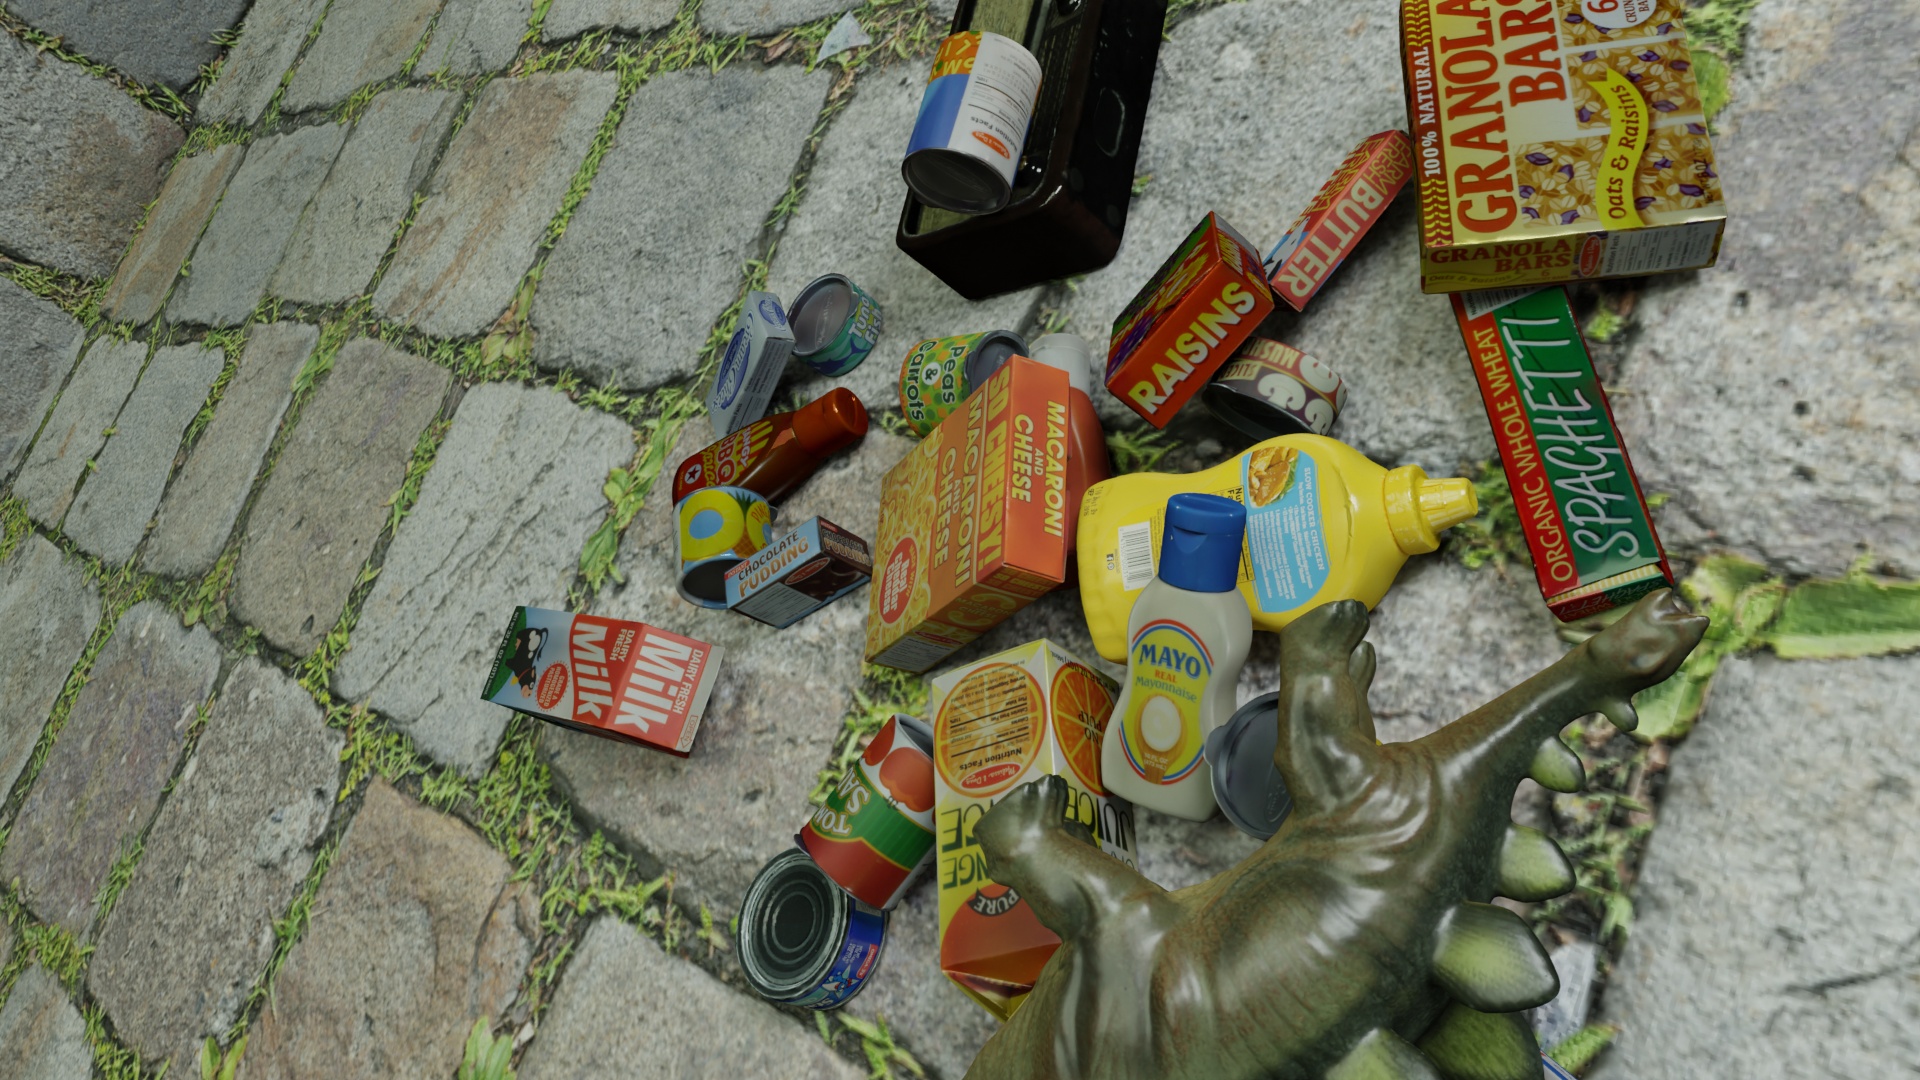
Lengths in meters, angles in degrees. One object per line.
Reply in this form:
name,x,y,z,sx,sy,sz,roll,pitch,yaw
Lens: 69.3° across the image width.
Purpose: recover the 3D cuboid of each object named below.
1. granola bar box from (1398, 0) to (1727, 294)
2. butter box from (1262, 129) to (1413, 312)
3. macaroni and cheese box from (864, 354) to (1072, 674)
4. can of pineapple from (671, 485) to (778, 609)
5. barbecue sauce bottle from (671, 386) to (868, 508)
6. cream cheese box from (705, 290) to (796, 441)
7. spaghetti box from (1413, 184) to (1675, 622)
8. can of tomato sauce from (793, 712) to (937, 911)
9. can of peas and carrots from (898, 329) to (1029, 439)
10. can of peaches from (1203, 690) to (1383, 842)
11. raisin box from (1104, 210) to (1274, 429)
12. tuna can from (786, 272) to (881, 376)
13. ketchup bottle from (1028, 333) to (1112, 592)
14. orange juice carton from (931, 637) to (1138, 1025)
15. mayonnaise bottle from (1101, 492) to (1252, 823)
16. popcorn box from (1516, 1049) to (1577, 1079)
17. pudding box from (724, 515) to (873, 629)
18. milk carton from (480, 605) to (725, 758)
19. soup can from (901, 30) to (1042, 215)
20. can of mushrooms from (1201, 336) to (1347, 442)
granola bar box,0.276,-0.196,0.654,0.124,0.039,0.166,-3,60,16
butter box,0.196,-0.167,0.731,0.103,0.024,0.053,-51,9,6
macaroni and cheese box,0.003,-0.010,0.768,0.165,0.040,0.124,-37,43,54
can of pineapple,-0.155,0.005,0.920,0.071,0.071,0.058,-29,52,25
barbecue sauce bottle,-0.130,-0.057,0.947,0.148,0.043,0.065,-26,46,27
cream cheese box,-0.150,-0.120,0.985,0.103,0.024,0.053,-59,40,35
spaghetti box,0.264,-0.081,0.641,0.050,0.028,0.251,-23,54,29
can of tomato sauce,-0.037,0.143,0.742,0.083,0.071,0.071,-52,45,5
can of peas and carrots,0.004,-0.092,0.835,0.058,0.071,0.071,0,68,41
can of peaches,0.151,0.105,0.613,0.071,0.058,0.071,-19,57,32
raisin box,0.118,-0.118,0.723,0.086,0.040,0.124,-47,10,23
tuna can,-0.088,-0.151,0.970,0.071,0.033,0.071,-19,56,32
ketchup bottle,0.055,-0.047,0.786,0.064,0.043,0.149,-22,54,39
orange juice carton,0.038,0.154,0.672,0.073,0.071,0.193,-23,54,30
mayonnaise bottle,0.104,0.053,0.645,0.065,0.041,0.147,15,109,31
popcorn box,0.188,0.223,0.532,0.085,0.038,0.127,-54,45,3
pudding box,-0.102,0.022,0.877,0.083,0.049,0.030,-30,53,26
milk carton,-0.229,0.095,0.927,0.190,0.073,0.072,3,69,40
soup can,0.006,-0.245,0.818,0.071,0.071,0.084,0,67,40
can of mushrooms,0.156,-0.074,0.697,0.071,0.071,0.033,21,81,44
